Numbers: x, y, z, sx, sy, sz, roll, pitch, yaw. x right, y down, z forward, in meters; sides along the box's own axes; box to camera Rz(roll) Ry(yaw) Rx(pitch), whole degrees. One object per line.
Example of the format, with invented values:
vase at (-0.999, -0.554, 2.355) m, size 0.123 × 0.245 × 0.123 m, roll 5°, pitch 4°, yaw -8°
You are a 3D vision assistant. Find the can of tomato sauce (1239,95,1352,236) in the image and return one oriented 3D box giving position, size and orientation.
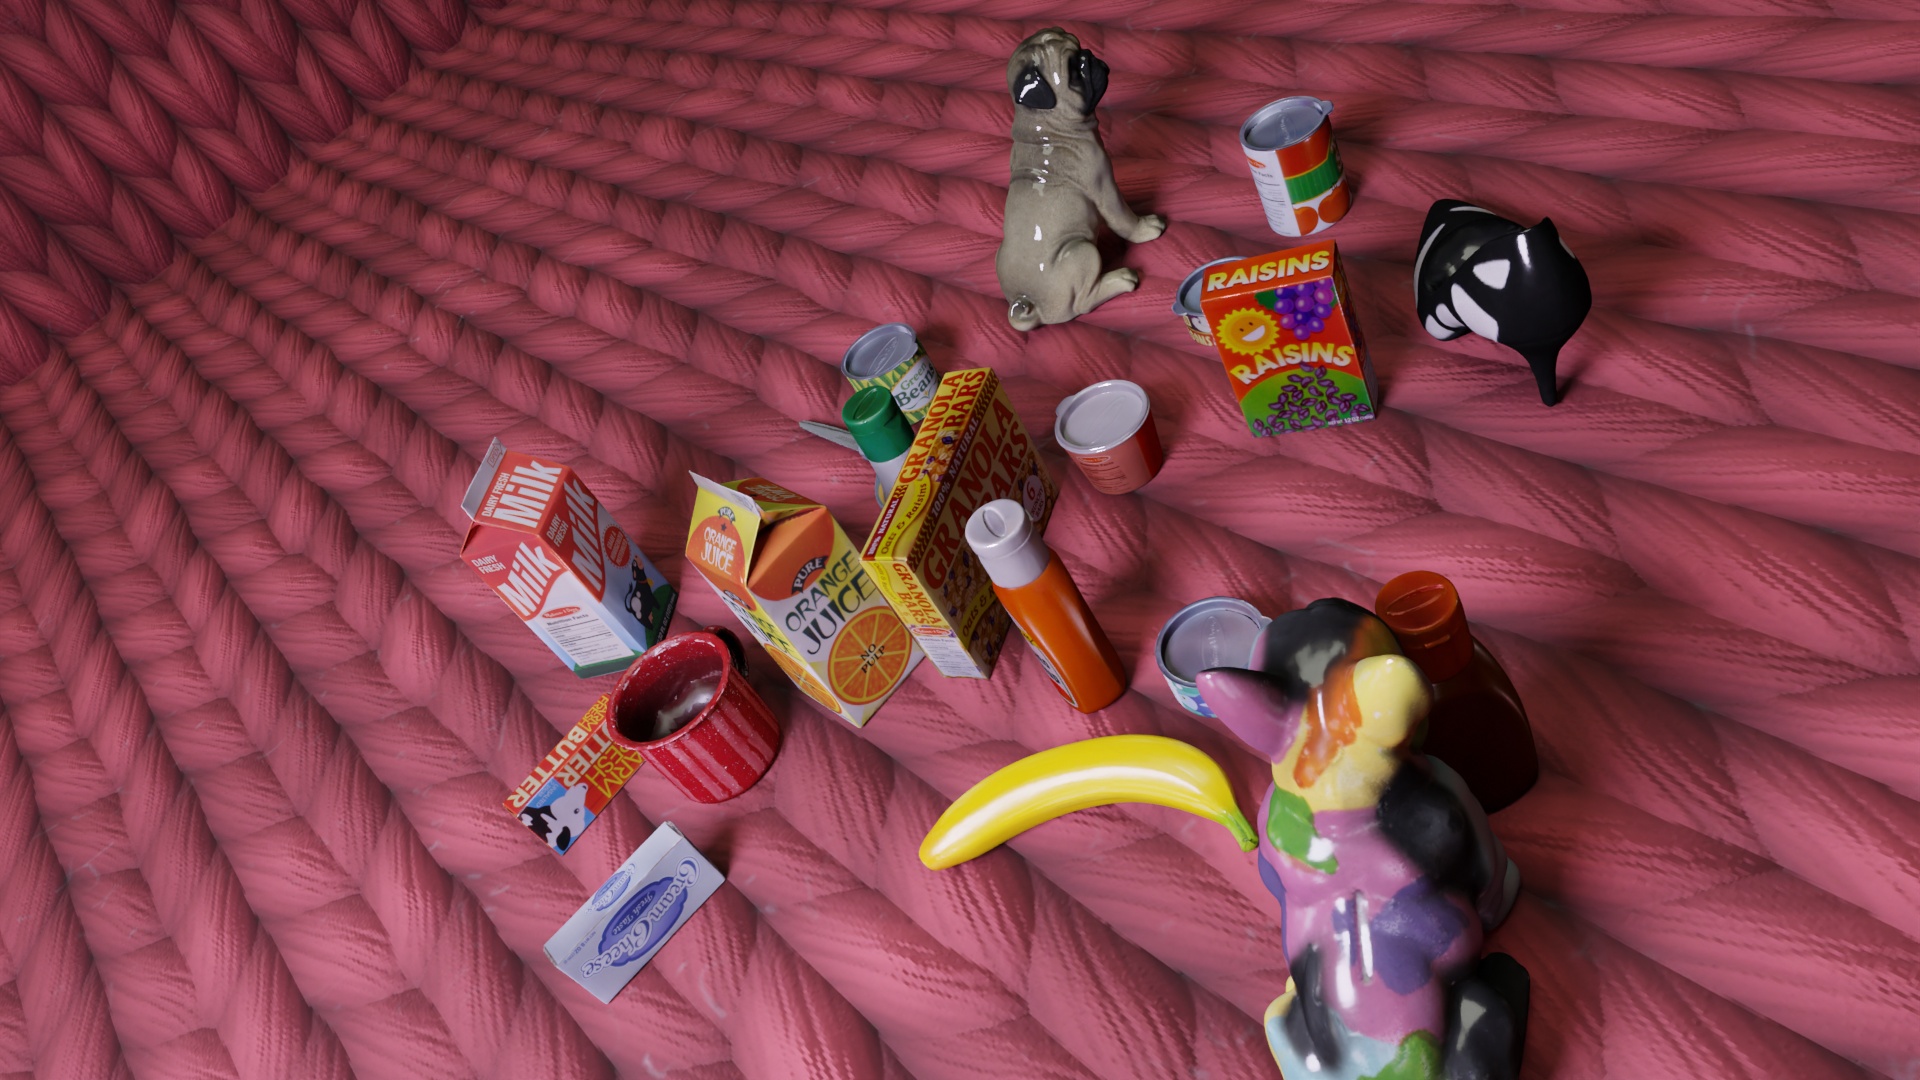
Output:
can of tomato sauce at (0.258, -0.285, 1.057) m, size 0.071 × 0.082 × 0.071 m, roll -18°, pitch 42°, yaw 17°

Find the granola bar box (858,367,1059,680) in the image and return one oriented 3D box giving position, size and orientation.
granola bar box at (0.003, -0.011, 0.909) m, size 0.039 × 0.123 × 0.166 m, roll -2°, pitch 48°, yaw 31°

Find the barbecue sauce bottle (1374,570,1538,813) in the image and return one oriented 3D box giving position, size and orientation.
barbecue sauce bottle at (0.231, 0.074, 0.659) m, size 0.065 × 0.148 × 0.044 m, roll -25°, pitch 41°, yaw 9°

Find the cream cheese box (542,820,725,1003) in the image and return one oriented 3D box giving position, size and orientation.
cream cheese box at (-0.198, 0.227, 0.850) m, size 0.104 × 0.053 × 0.024 m, roll -46°, pitch 42°, yaw -16°

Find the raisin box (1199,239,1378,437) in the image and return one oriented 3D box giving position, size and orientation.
raisin box at (0.214, -0.127, 0.895) m, size 0.086 × 0.123 × 0.040 m, roll -7°, pitch 46°, yaw 27°

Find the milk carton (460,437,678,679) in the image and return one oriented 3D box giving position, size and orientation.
milk carton at (-0.295, 0.013, 1.022) m, size 0.073 × 0.189 × 0.073 m, roll -13°, pitch 44°, yaw 21°

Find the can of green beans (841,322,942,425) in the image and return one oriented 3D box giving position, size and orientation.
can of green beans at (-0.054, -0.132, 1.120) m, size 0.071 × 0.057 × 0.071 m, roll -18°, pitch 42°, yaw 17°

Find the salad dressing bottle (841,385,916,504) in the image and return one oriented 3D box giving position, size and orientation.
salad dressing bottle at (-0.032, -0.041, 0.943) m, size 0.044 × 0.147 × 0.064 m, roll 8°, pitch 54°, yaw 38°

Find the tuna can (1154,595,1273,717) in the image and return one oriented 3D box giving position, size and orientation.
tuna can at (0.152, 0.067, 0.807) m, size 0.071 × 0.032 × 0.071 m, roll -18°, pitch 42°, yaw 17°

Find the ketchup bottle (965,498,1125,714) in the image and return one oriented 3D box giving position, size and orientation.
ketchup bottle at (0.050, 0.037, 0.812) m, size 0.043 × 0.148 × 0.065 m, roll -32°, pitch 40°, yaw 0°

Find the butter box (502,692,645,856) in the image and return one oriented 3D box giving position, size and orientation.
butter box at (-0.259, 0.160, 0.957) m, size 0.024 × 0.053 × 0.104 m, roll 19°, pitch 61°, yaw 43°

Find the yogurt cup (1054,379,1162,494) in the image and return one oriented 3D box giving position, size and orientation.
yogurt cup at (0.106, -0.069, 0.957) m, size 0.072 × 0.053 × 0.073 m, roll -18°, pitch 42°, yaw 17°

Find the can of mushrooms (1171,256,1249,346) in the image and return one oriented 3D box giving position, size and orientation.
can of mushrooms at (0.193, -0.175, 1.026) m, size 0.071 × 0.033 × 0.071 m, roll -18°, pitch 42°, yaw 17°

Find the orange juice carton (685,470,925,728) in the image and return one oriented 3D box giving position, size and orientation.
orange juice carton at (-0.104, 0.028, 0.884) m, size 0.072 × 0.192 × 0.073 m, roll 24°, pitch 65°, yaw 45°
